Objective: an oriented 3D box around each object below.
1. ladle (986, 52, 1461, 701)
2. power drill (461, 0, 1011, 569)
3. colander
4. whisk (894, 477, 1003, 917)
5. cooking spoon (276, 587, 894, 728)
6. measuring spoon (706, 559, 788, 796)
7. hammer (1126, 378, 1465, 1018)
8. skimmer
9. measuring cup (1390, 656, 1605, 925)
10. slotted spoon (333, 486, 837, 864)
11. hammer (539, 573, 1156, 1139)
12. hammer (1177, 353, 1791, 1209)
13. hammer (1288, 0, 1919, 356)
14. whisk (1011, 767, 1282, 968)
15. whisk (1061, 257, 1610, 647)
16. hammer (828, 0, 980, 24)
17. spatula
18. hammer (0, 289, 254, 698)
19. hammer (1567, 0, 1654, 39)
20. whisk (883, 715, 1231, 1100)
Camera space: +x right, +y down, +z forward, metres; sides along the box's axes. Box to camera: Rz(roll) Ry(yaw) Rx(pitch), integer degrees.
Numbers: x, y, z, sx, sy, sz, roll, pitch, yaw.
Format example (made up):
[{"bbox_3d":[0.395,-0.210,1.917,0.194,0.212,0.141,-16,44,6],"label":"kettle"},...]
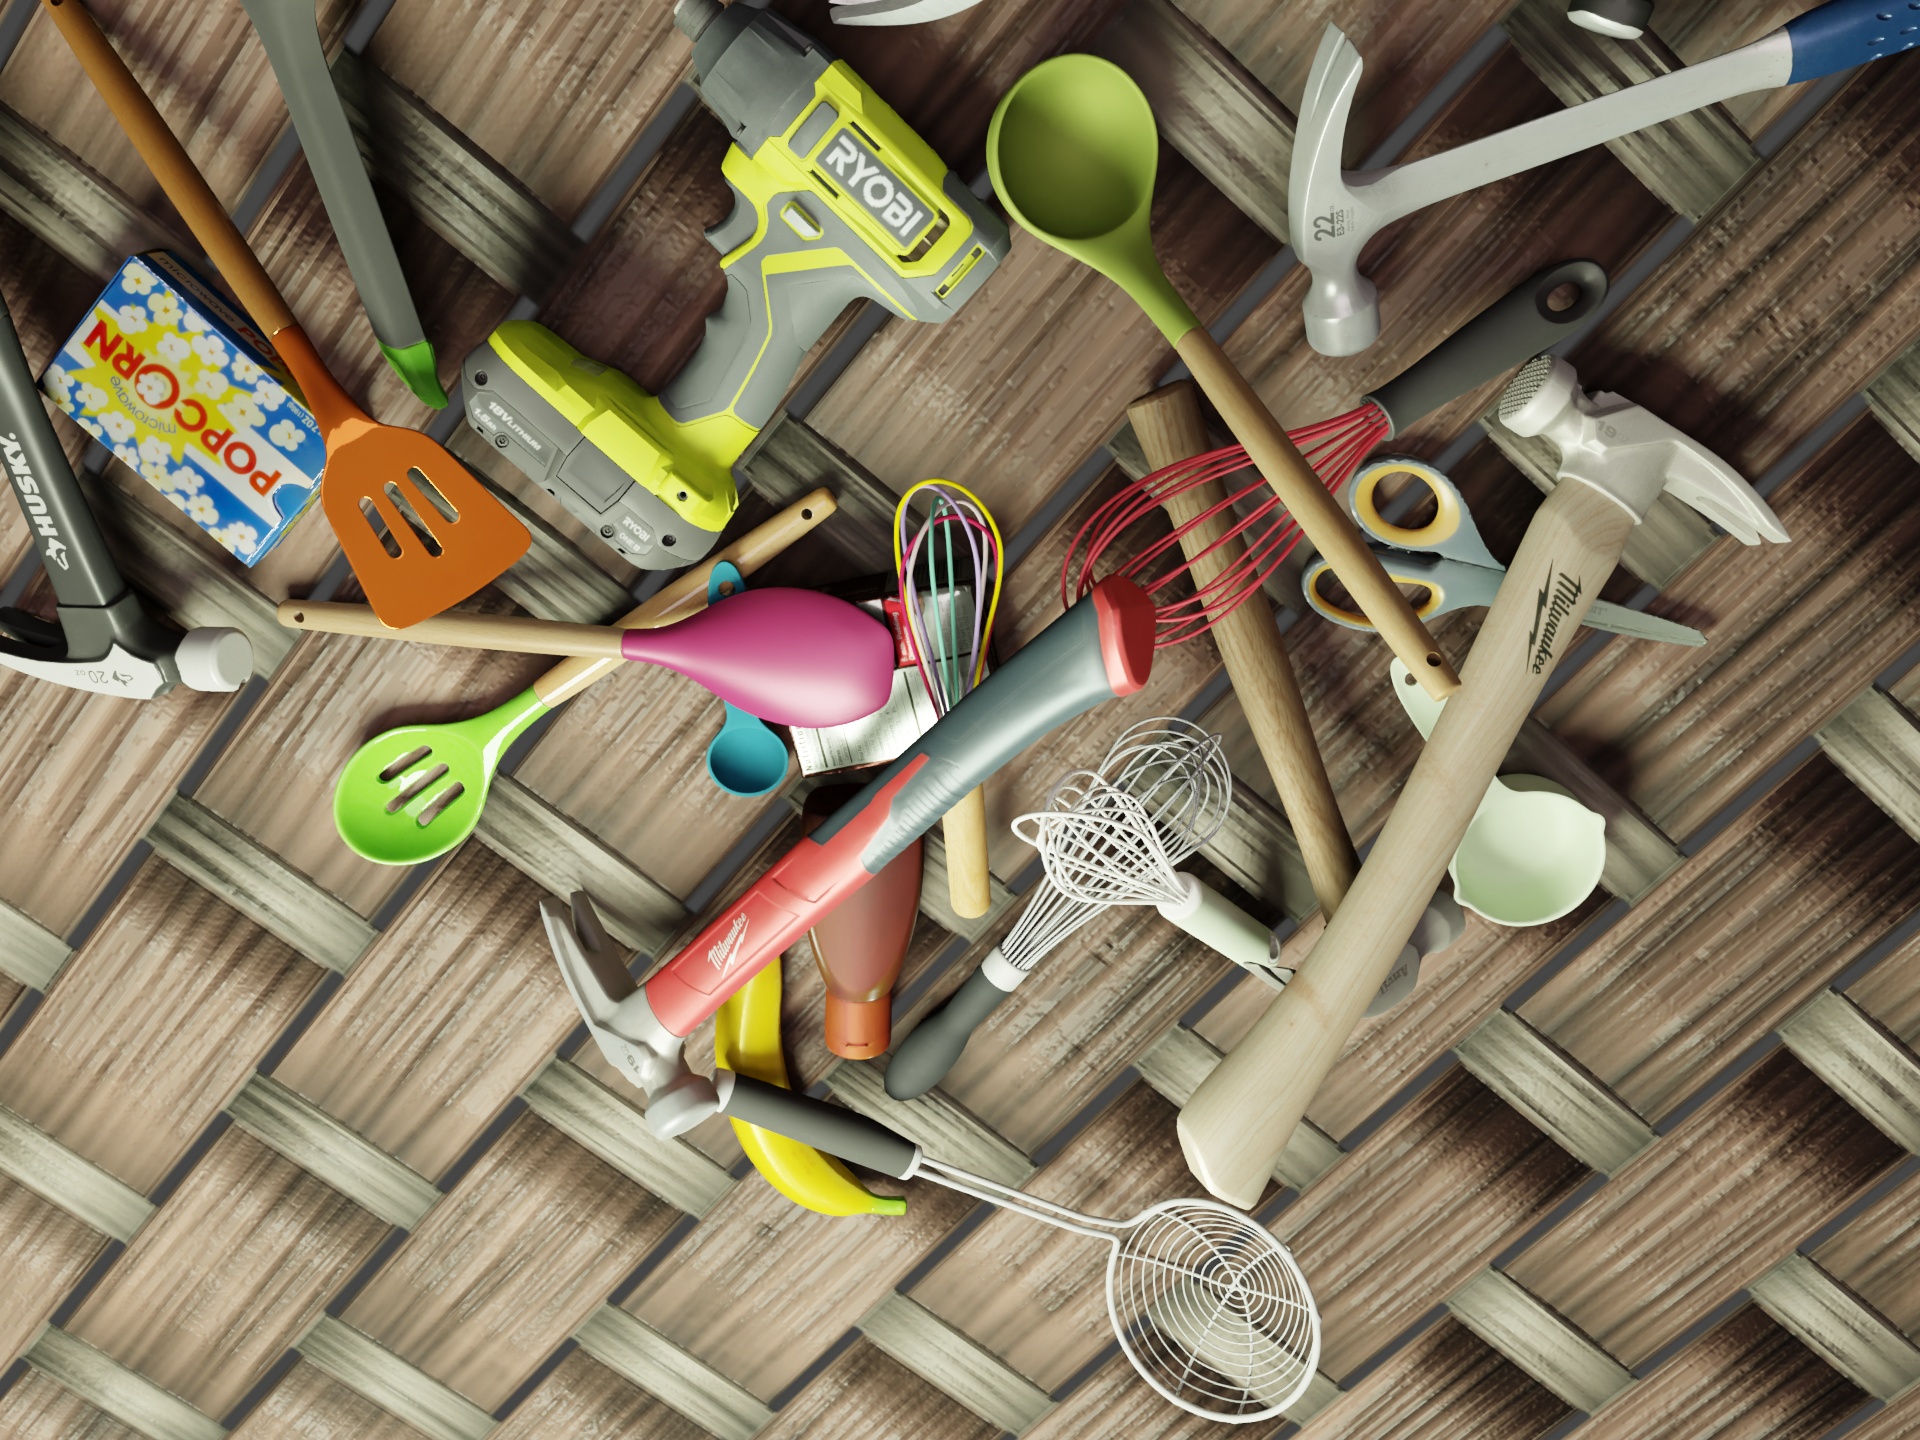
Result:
[{"bbox_3d":[0.111,-0.145,0.657,0.078,0.062,0.320,-29,74,-9],"label":"ladle"},{"bbox_3d":[-0.112,-0.194,0.715,0.171,0.080,0.223,41,103,-14],"label":"power drill"},{"bbox_3d":[-0.253,-0.324,0.656,0.094,0.205,0.396,-28,130,-23],"label":"colander"},{"bbox_3d":[0.001,-0.002,0.757,0.047,0.051,0.244,-6,123,-2],"label":"whisk"},{"bbox_3d":[-0.188,-0.039,0.781,0.319,0.017,0.068,6,105,10],"label":"cooking spoon"},{"bbox_3d":[-0.112,-0.022,0.805,0.042,0.021,0.128,-5,114,-3],"label":"measuring spoon"},{"bbox_3d":[0.152,-0.004,0.776,0.130,0.031,0.331,-31,105,-33],"label":"hammer"},{"bbox_3d":[0.028,0.280,0.868,0.363,0.090,0.127,25,112,-16],"label":"skimmer"},{"bbox_3d":[0.261,0.029,0.807,0.083,0.038,0.167,-33,105,14],"label":"measuring cup"},{"bbox_3d":[-0.190,-0.025,0.808,0.314,0.031,0.070,-33,104,12],"label":"slotted spoon"},{"bbox_3d":[-0.062,0.049,0.748,0.386,0.038,0.143,-42,73,30],"label":"hammer"},{"bbox_3d":[0.229,0.043,0.738,0.146,0.038,0.410,30,89,-9],"label":"hammer"},{"bbox_3d":[0.333,-0.279,0.664,0.405,0.035,0.143,-18,138,5],"label":"hammer"},{"bbox_3d":[0.101,0.083,0.768,0.059,0.058,0.246,-5,156,33],"label":"whisk"},{"bbox_3d":[0.170,-0.124,0.707,0.296,0.073,0.073,-33,108,-7],"label":"whisk"},{"bbox_3d":[-0.105,-0.378,0.595,0.330,0.033,0.128,21,130,-30],"label":"hammer"},{"bbox_3d":[-0.318,-0.193,0.721,0.081,0.041,0.322,-34,93,-5],"label":"spatula"},{"bbox_3d":[-0.440,-0.160,0.717,0.146,0.035,0.334,2,123,14],"label":"hammer"},{"bbox_3d":[0.148,-0.393,0.646,0.337,0.034,0.127,16,112,-4],"label":"hammer"},{"bbox_3d":[0.044,0.108,0.839,0.070,0.070,0.284,34,114,-11],"label":"whisk"}]
